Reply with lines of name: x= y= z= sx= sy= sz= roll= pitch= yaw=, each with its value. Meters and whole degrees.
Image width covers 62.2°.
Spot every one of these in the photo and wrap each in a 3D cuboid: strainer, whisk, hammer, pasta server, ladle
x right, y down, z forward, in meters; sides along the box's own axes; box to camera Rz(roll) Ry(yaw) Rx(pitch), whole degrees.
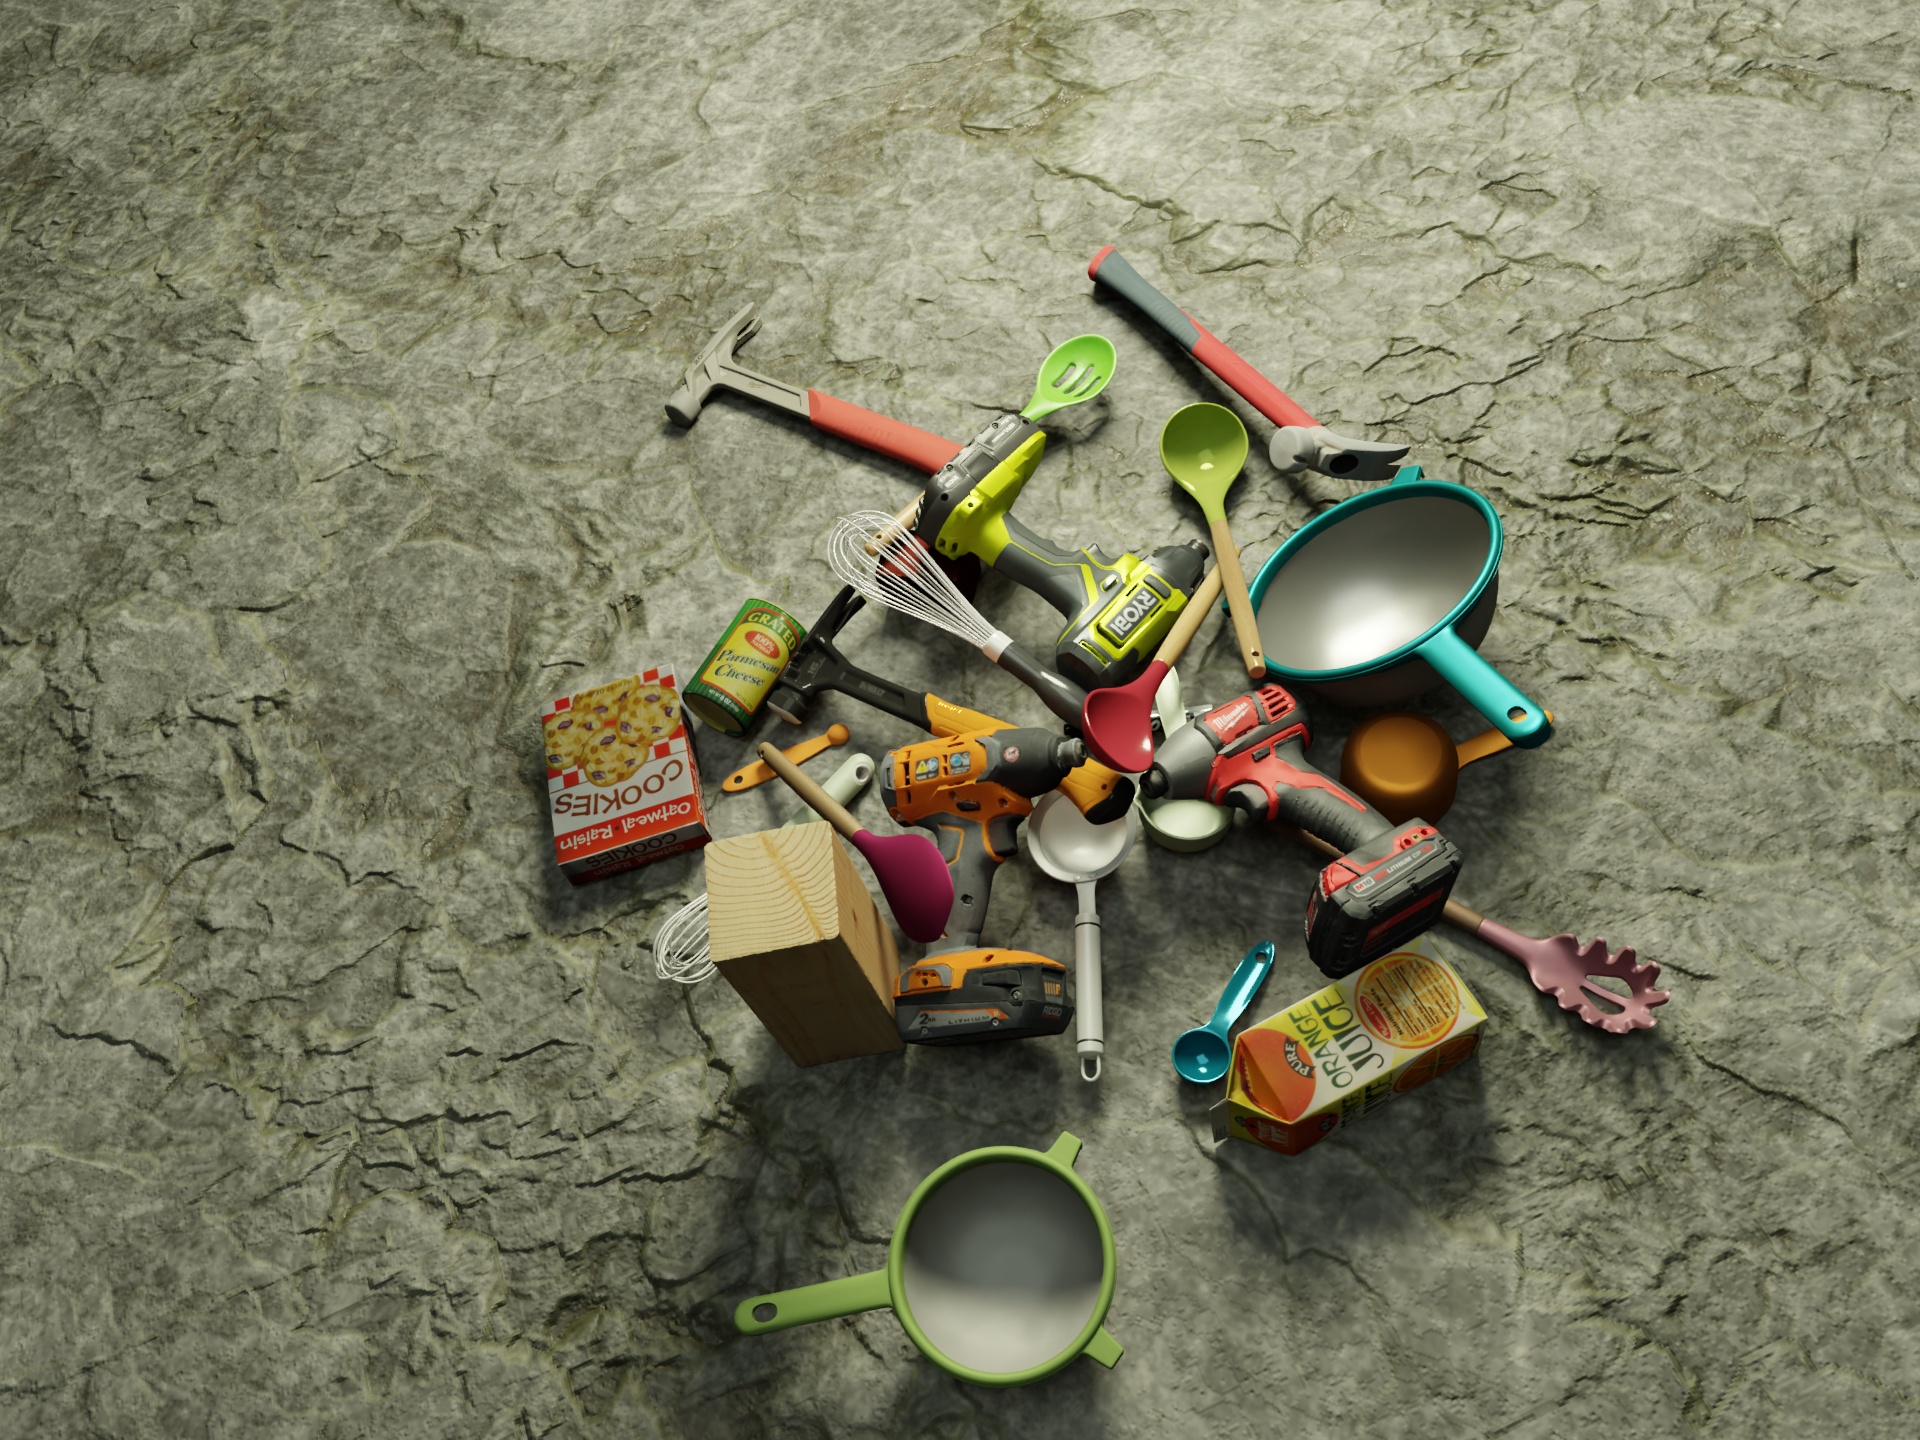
strainer: x=0.348 y=-0.051 z=1.183 sx=0.211 sy=0.095 sz=0.341 roll=-36 pitch=33 yaw=6
strainer: x=-0.020 y=0.378 z=1.061 sx=0.256 sy=0.069 sz=0.152 roll=-14 pitch=59 yaw=5
whisk: x=-0.154 y=0.115 z=1.270 sx=0.246 sy=0.057 sz=0.059 roll=-47 pitch=25 yaw=-21
hammer: x=-0.107 y=-0.293 z=1.514 sx=0.359 sy=0.036 sz=0.149 roll=25 pitch=67 yaw=25
pasta server: x=0.350 y=0.134 z=1.148 sx=0.316 sy=0.040 sz=0.060 roll=28 pitch=80 yaw=27
hammer: x=0.241 y=-0.330 z=1.441 sx=0.143 sy=0.038 sz=0.387 roll=-2 pitch=39 yaw=-34
strainer: x=0.094 y=0.145 z=1.190 sx=0.087 sy=0.050 sz=0.259 roll=-9 pitch=57 yaw=17
ladle: x=0.216 y=-0.153 z=1.301 sx=0.078 sy=0.062 sz=0.320 roll=-3 pitch=43 yaw=0
whisk: x=0.006 y=-0.079 z=1.297 sx=0.285 sy=0.070 sz=0.070 roll=38 pitch=73 yaw=12
ladle: x=0.164 y=-0.056 z=1.237 sx=0.069 sy=0.031 sz=0.315 roll=46 pitch=44 yaw=-8
hammer: x=-0.002 y=-0.004 z=1.272 sx=0.337 sy=0.034 sz=0.127 roll=24 pitch=77 yaw=33

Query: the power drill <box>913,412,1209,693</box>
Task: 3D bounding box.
power drill: x=0.087 y=-0.145 z=1.326 sx=0.223 sy=0.080 sz=0.171 roll=41 pitch=66 yaw=8

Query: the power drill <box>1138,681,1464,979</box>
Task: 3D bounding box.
power drill: x=0.238 y=0.071 z=1.144 sx=0.143 sy=0.078 sz=0.220 roll=-24 pitch=52 yaw=-23

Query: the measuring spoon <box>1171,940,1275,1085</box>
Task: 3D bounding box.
measuring spoon: x=0.195 y=0.213 z=1.150 sx=0.042 sy=0.021 sz=0.129 roll=24 pitch=58 yaw=25

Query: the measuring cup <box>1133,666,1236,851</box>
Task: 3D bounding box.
measuring cup: x=0.170 y=0.027 z=1.249 sx=0.083 sy=0.038 sz=0.168 roll=-6 pitch=58 yaw=1

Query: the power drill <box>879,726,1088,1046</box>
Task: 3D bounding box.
power drill: x=0.023 y=0.115 z=1.157 sx=0.164 sy=0.084 sz=0.227 roll=-14 pitch=70 yaw=30

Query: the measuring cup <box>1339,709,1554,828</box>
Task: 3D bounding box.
measuring cup: x=0.371 y=0.019 z=1.204 sx=0.173 sy=0.052 sz=0.095 roll=-23 pitch=57 yaw=0

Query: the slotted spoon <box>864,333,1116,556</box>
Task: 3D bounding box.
slotted spoon: x=0.028 y=-0.244 z=1.415 sx=0.070 sy=0.031 sz=0.314 roll=35 pitch=65 yaw=29

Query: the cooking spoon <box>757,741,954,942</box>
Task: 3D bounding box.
cooking spoon: x=-0.088 y=0.079 z=1.209 sx=0.319 sy=0.017 sz=0.068 roll=35 pitch=111 yaw=53

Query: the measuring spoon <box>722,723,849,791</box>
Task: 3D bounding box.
measuring spoon: x=-0.148 y=0.031 z=1.337 sx=0.117 sy=0.011 sz=0.021 roll=-25 pitch=57 yaw=-3
